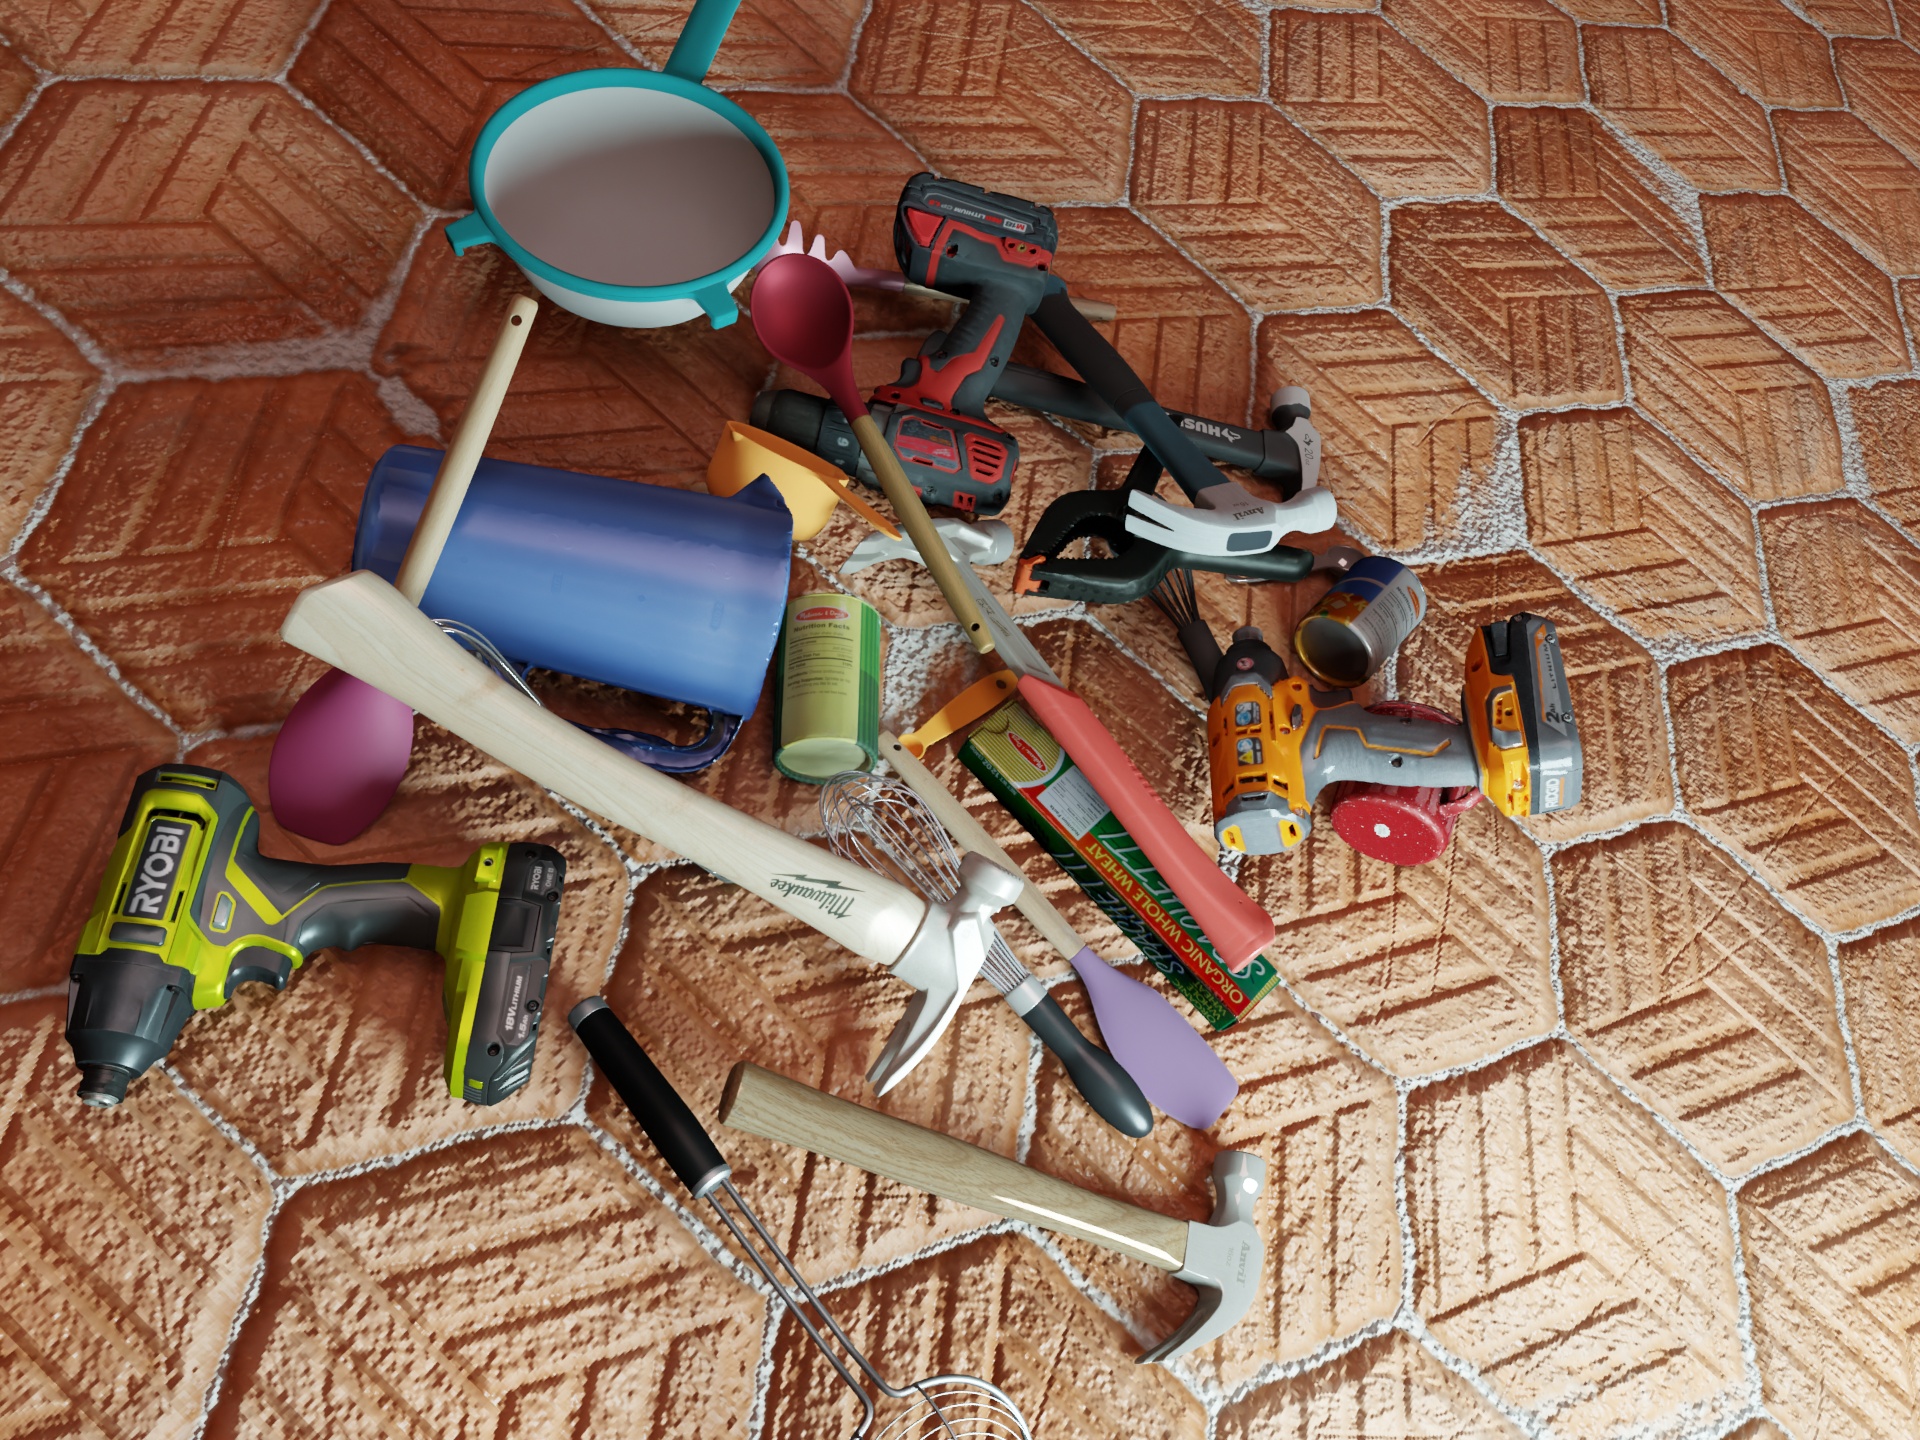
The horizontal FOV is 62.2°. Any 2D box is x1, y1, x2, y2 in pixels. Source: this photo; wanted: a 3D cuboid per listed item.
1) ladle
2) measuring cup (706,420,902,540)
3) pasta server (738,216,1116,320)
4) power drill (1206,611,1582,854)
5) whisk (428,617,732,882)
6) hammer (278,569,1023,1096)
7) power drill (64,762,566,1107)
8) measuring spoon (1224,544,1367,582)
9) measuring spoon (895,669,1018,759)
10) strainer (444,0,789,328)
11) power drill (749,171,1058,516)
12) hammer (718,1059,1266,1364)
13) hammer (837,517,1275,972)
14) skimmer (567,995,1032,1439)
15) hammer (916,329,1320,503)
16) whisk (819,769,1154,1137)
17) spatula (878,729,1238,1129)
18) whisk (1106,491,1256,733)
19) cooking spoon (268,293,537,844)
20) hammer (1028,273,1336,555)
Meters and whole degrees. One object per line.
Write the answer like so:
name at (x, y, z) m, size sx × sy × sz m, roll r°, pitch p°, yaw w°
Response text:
ladle at (-0.053, -0.176, 1.039) m, size 0.069 × 0.031 × 0.316 m, roll -31°, pitch 72°, yaw 7°
measuring cup at (-0.098, -0.134, 1.019) m, size 0.095 × 0.052 × 0.174 m, roll 12°, pitch 21°, yaw -47°
pasta server at (-0.020, -0.341, 1.221) m, size 0.316 × 0.060 × 0.040 m, roll 1°, pitch 91°, yaw -24°
power drill at (0.274, -0.004, 1.038) m, size 0.226 × 0.084 × 0.164 m, roll -8°, pitch 56°, yaw 14°
whisk at (-0.213, 0.023, 0.889) m, size 0.246 × 0.058 × 0.059 m, roll 38°, pitch 38°, yaw -26°
hammer at (-0.167, 0.053, 0.848) m, size 0.410 × 0.038 × 0.146 m, roll 31°, pitch 88°, yaw -17°
power drill at (-0.325, 0.122, 0.814) m, size 0.223 × 0.080 × 0.171 m, roll 10°, pitch 59°, yaw -12°
measuring spoon at (0.256, -0.113, 1.218) m, size 0.124 × 0.018 × 0.034 m, roll -9°, pitch 45°, yaw -19°
measuring spoon at (-0.002, -0.003, 1.054) m, size 0.021 × 0.011 × 0.117 m, roll 48°, pitch 53°, yaw 9°
strainer at (-0.214, -0.397, 1.134) m, size 0.211 × 0.095 × 0.341 m, roll 15°, pitch 59°, yaw -2°
power drill at (-0.034, -0.265, 1.124) m, size 0.188 × 0.080 × 0.227 m, roll 15°, pitch 76°, yaw -2°
hammer at (0.023, 0.260, 0.881) m, size 0.331 × 0.031 × 0.130 m, roll 23°, pitch 57°, yaw -15°
hammer at (0.071, 0.010, 1.020) m, size 0.149 × 0.036 × 0.359 m, roll -16°, pitch 63°, yaw -48°
skimmer at (-0.097, 0.299, 0.830) m, size 0.127 × 0.090 × 0.363 m, roll -31°, pitch 66°, yaw -29°
hammer at (0.123, -0.232, 1.218) m, size 0.334 × 0.035 × 0.146 m, roll 12°, pitch 57°, yaw -15°
whisk at (0.018, 0.139, 0.953) m, size 0.284 × 0.070 × 0.070 m, roll 48°, pitch 56°, yaw 2°
spatula at (0.054, 0.127, 0.990) m, size 0.316 × 0.018 × 0.060 m, roll 48°, pitch 57°, yaw 5°
whisk at (0.167, -0.066, 1.137) m, size 0.055 × 0.055 × 0.239 m, roll -17°, pitch 74°, yaw -29°
cooking spoon at (-0.296, -0.081, 0.862) m, size 0.068 × 0.017 × 0.319 m, roll 23°, pitch 94°, yaw -13°
hammer at (0.124, -0.226, 1.133) m, size 0.128 × 0.033 × 0.331 m, roll -16°, pitch 49°, yaw -19°
